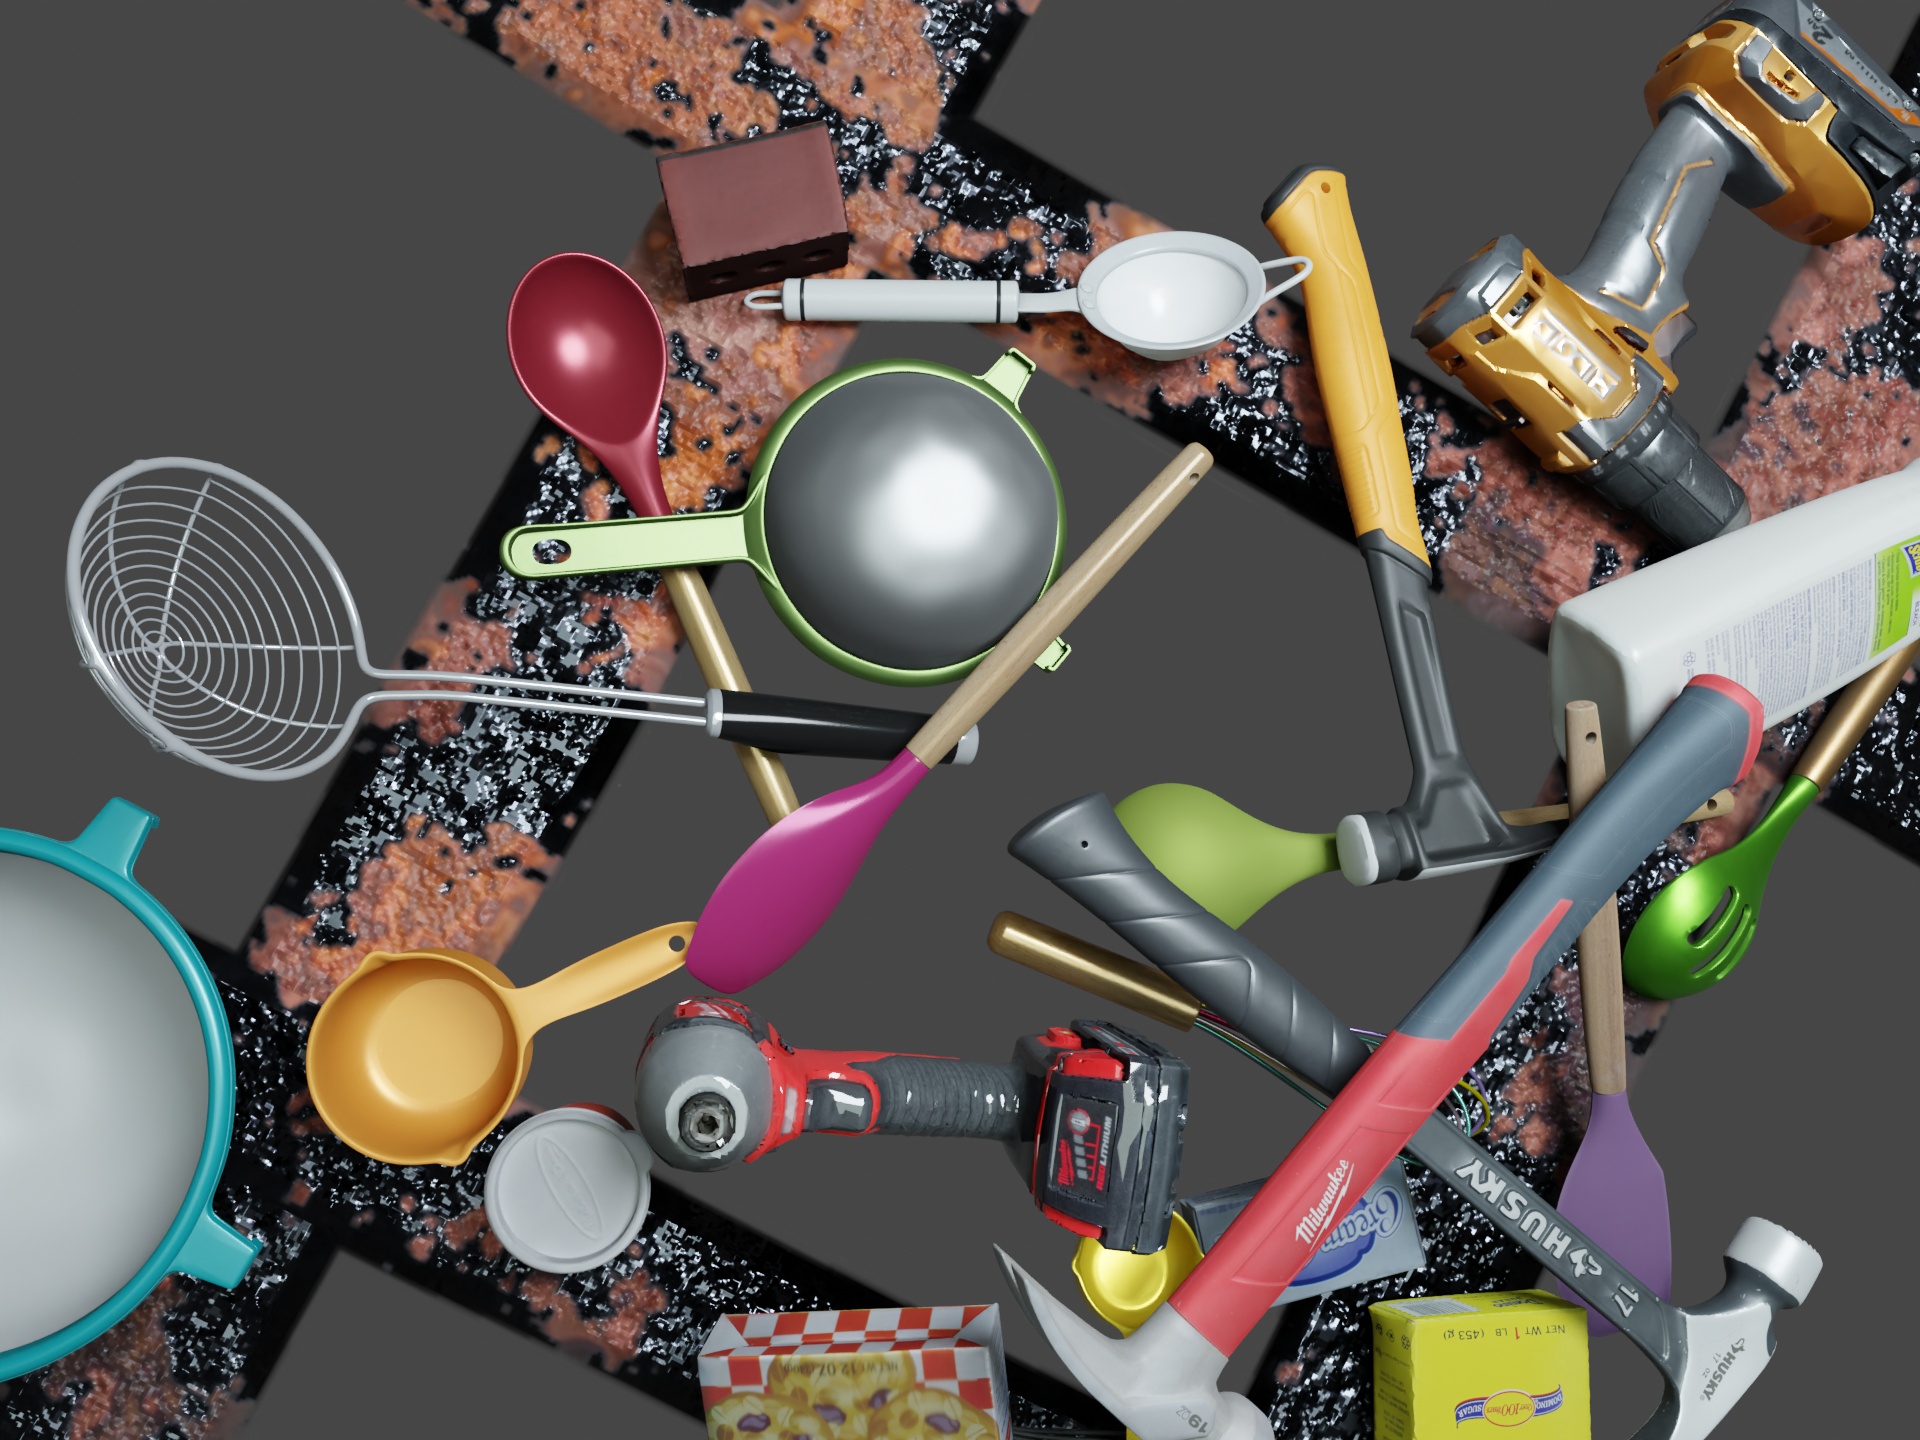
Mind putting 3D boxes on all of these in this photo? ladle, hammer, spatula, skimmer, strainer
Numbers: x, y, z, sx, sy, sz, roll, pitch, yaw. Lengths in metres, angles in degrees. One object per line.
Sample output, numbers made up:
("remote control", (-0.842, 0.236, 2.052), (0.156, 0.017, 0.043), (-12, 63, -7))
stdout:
("ladle", (-0.122, -0.059, 0.718), (0.069, 0.031, 0.315), (-23, 92, -11))
("hammer", (0.182, 0.117, 0.633), (0.386, 0.038, 0.143), (-47, 110, -9))
("spatula", (0.288, 0.143, 0.716), (0.060, 0.018, 0.315), (-11, 106, -6))
("hammer", (0.184, 0.171, 0.682), (0.409, 0.036, 0.149), (39, 79, -6))
("ladle", (0.215, 0.055, 0.748), (0.320, 0.062, 0.078), (-6, 89, -13))
("skimmer", (-0.153, -0.023, 0.642), (0.363, 0.090, 0.127), (7, 58, -21))
("strainer", (-0.067, -0.086, 0.686), (0.256, 0.069, 0.151), (-7, 90, -16))
("hammer", (0.202, -0.098, 0.731), (0.127, 0.034, 0.337), (-8, 80, -16))
("strainer", (-0.449, 0.166, 0.637), (0.340, 0.095, 0.211), (-15, 86, -5))
("strainer", (0.029, -0.192, 0.735), (0.258, 0.050, 0.087), (1, 51, 0))

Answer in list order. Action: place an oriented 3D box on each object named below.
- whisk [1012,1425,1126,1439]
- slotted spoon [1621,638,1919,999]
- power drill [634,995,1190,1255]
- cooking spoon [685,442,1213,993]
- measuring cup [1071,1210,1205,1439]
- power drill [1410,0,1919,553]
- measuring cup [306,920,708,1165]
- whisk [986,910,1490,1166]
("whisk", (0.017, 0.321, 0.706), (0.239, 0.055, 0.055), (20, 85, 0))
("slotted spoon", (0.423, 0.010, 0.771), (0.070, 0.031, 0.314), (44, 80, -29))
("power drill", (-0.025, 0.160, 0.660), (0.219, 0.143, 0.078), (8, 87, -8))
("cooking spoon", (-0.001, -0.002, 0.691), (0.319, 0.068, 0.017), (-47, 48, -3))
("measuring cup", (0.079, 0.292, 0.699), (0.062, 0.029, 0.157), (1, 69, -7))
("power drill", (0.351, -0.205, 0.753), (0.185, 0.084, 0.226), (42, 87, -5))
("measuring cup", (-0.190, 0.125, 0.688), (0.173, 0.052, 0.095), (-23, 90, -9))
("whisk", (0.126, 0.144, 0.729), (0.245, 0.047, 0.051), (22, 73, 0))
